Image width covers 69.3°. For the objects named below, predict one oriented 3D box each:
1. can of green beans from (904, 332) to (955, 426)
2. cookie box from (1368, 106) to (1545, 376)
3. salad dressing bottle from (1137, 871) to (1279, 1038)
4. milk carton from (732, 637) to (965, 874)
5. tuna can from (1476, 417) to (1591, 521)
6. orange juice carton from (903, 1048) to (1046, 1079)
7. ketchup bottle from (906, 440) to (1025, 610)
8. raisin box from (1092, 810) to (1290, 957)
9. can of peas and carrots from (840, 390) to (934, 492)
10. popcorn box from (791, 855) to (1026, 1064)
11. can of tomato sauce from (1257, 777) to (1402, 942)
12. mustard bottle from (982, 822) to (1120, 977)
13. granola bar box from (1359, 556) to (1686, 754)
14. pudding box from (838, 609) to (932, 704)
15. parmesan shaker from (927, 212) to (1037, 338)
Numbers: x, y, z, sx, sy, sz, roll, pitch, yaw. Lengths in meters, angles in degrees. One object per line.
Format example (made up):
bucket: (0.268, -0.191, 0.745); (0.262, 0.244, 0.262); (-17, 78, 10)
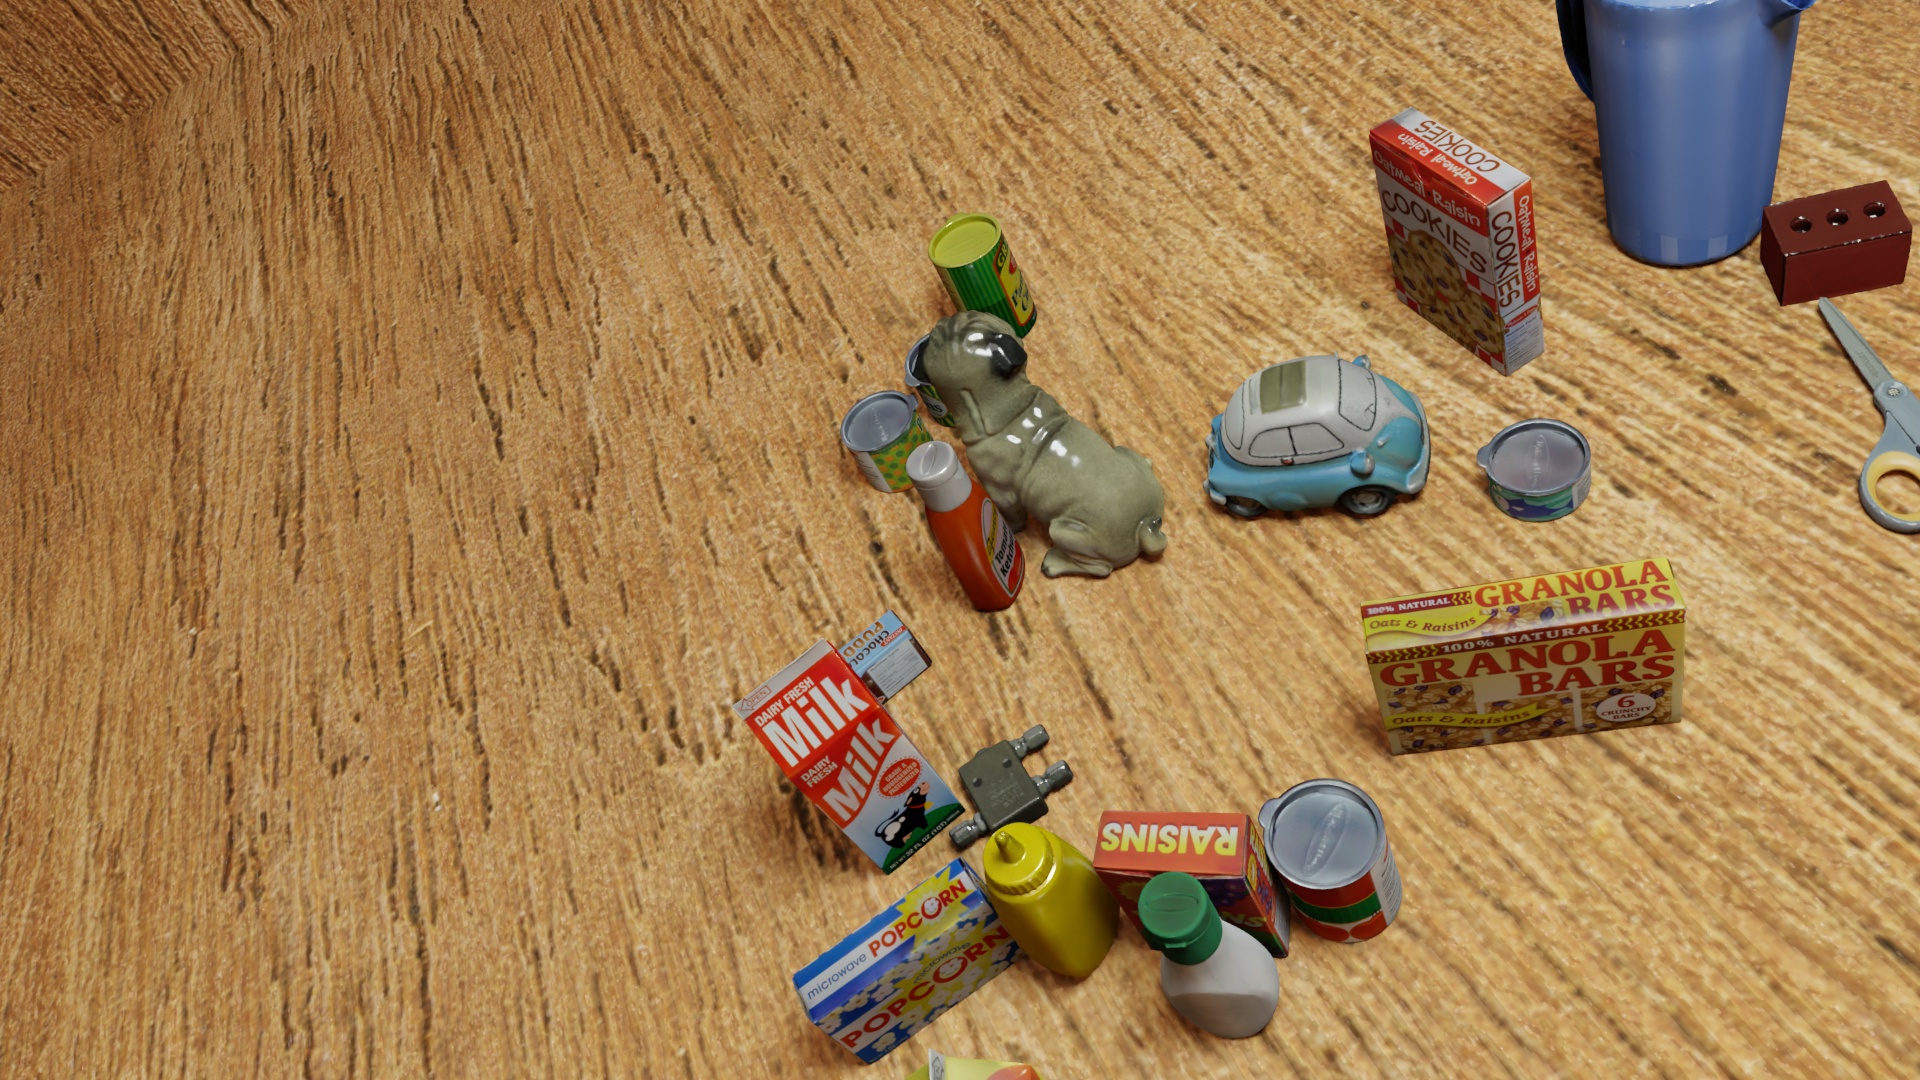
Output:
can of green beans: (-0.006, -0.139, 1.185); (0.071, 0.057, 0.071); (-13, 49, 16)
cookie box: (0.355, -0.212, 0.994); (0.040, 0.166, 0.123); (-34, 47, -2)
salad dressing bottle: (0.134, 0.227, 0.759); (0.064, 0.147, 0.044); (-8, 51, 20)
milk carton: (-0.075, 0.135, 0.906); (0.072, 0.189, 0.073); (-38, 47, -6)
tuna can: (0.387, -0.047, 0.937); (0.071, 0.032, 0.071); (-13, 49, 16)
orange juice carton: (0.021, 0.323, 0.705); (0.073, 0.192, 0.072); (-15, 49, 15)
ketchup bottle: (0.004, -0.013, 1.016); (0.043, 0.148, 0.065); (-5, 52, 23)
raisin box: (0.135, 0.199, 0.798); (0.086, 0.123, 0.040); (-3, 53, 24)
can of peas and carrots: (-0.057, -0.084, 1.164); (0.071, 0.058, 0.071); (-13, 49, 16)
popcorn box: (-0.029, 0.260, 0.854); (0.127, 0.085, 0.038); (-35, 47, -4)
can of tomato sauce: (0.213, 0.185, 0.799); (0.071, 0.082, 0.071); (-13, 49, 16)
mustard bottle: (0.048, 0.202, 0.812); (0.049, 0.159, 0.065); (15, 62, 34)
granola bar box: (0.327, 0.070, 0.809); (0.165, 0.123, 0.039); (-10, 50, 19)
pudding box: (-0.068, 0.097, 1.029); (0.084, 0.049, 0.030); (-39, 47, -7)
parmesan shaker: (0.021, -0.227, 1.212); (0.071, 0.102, 0.072); (-13, 49, 16)
